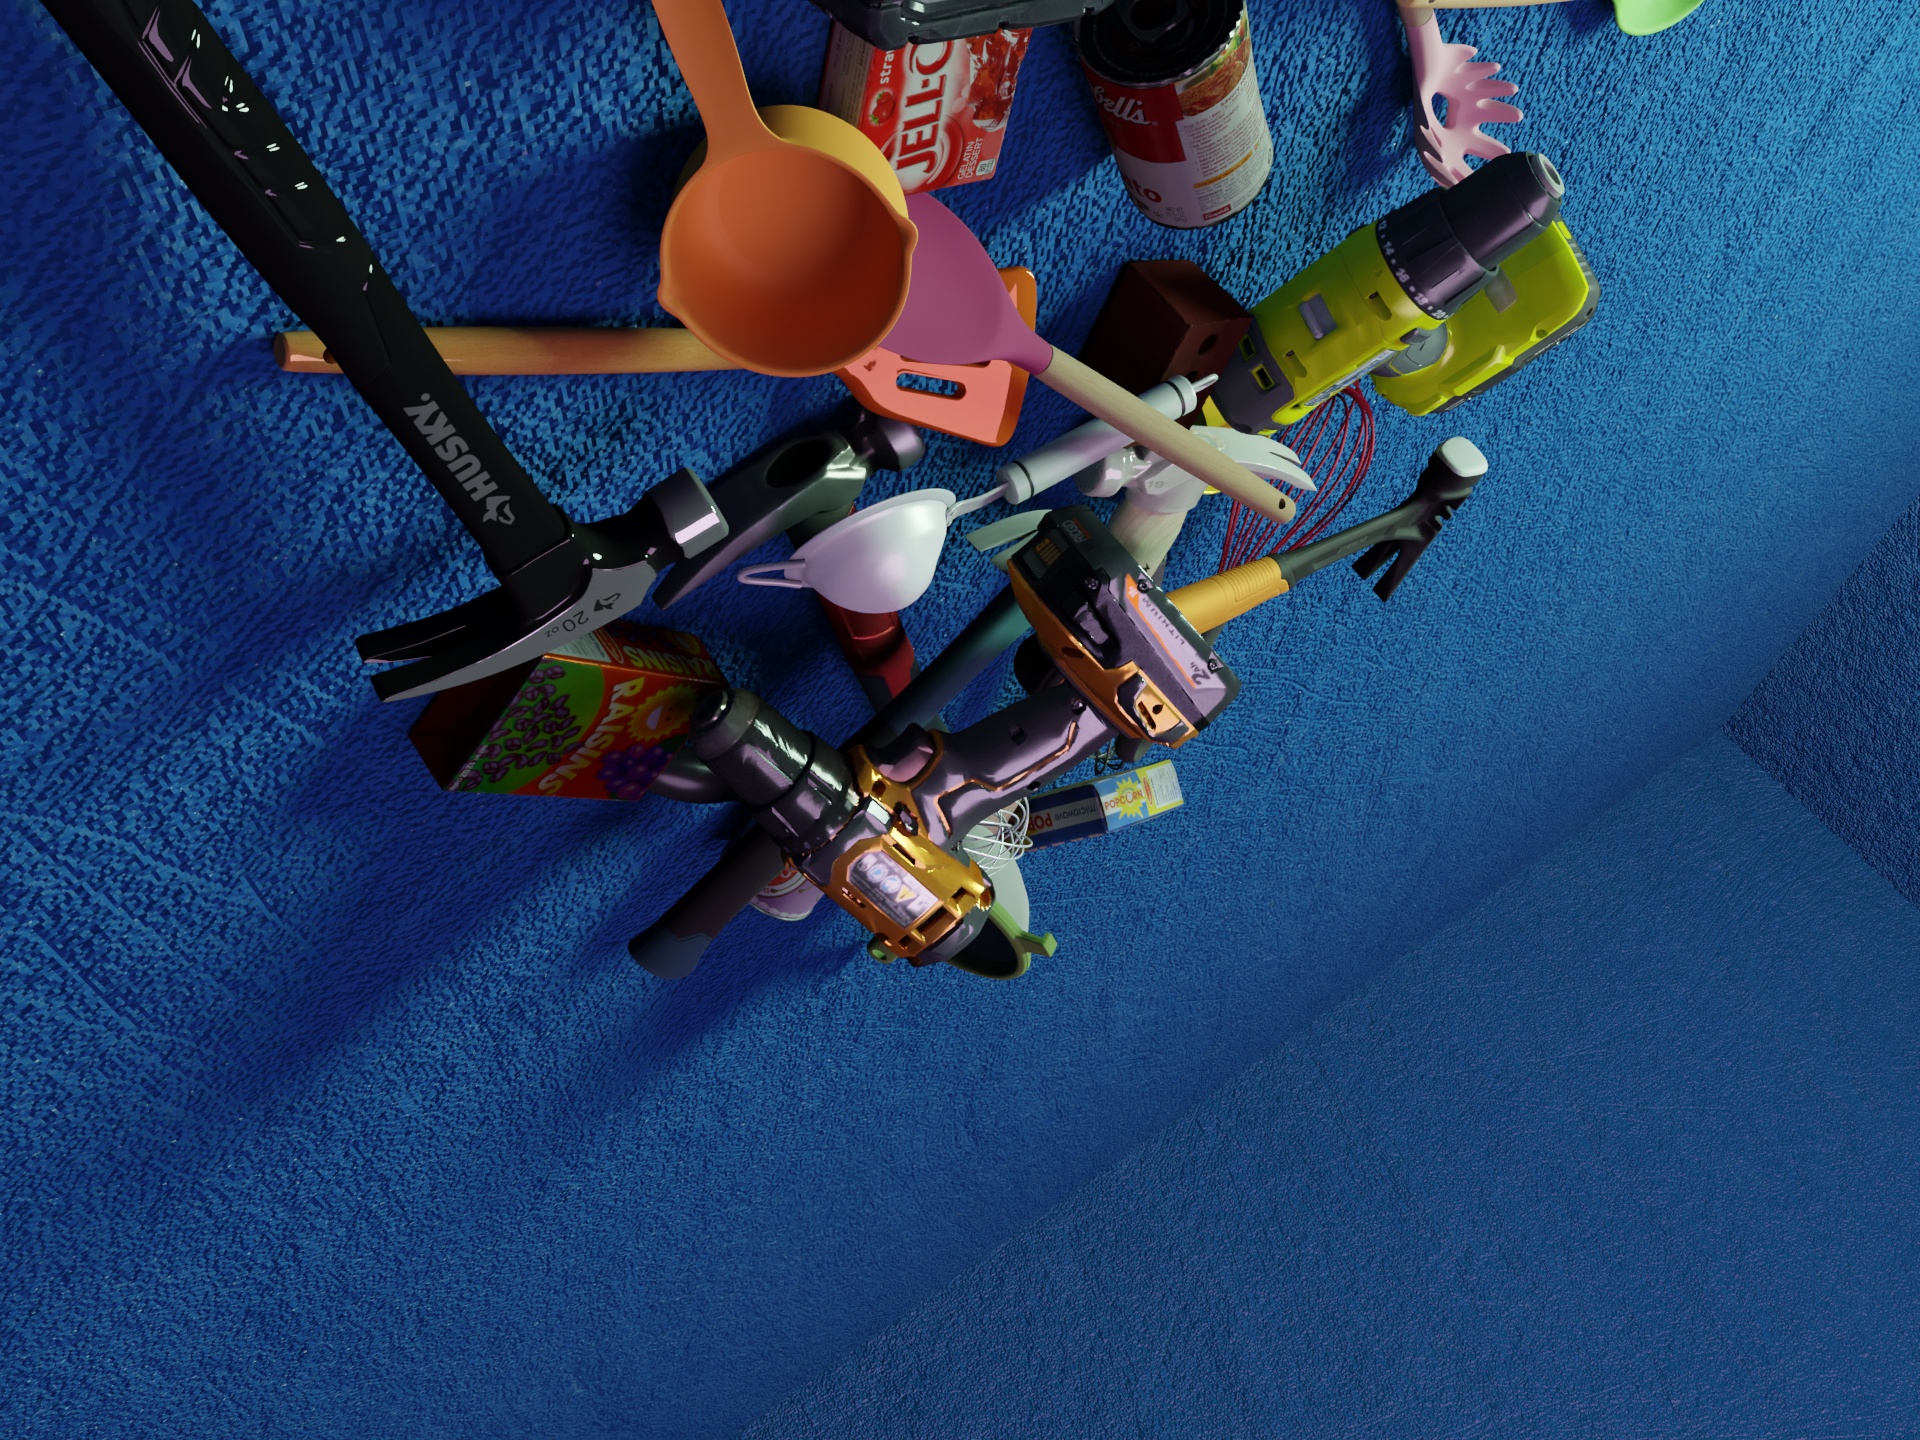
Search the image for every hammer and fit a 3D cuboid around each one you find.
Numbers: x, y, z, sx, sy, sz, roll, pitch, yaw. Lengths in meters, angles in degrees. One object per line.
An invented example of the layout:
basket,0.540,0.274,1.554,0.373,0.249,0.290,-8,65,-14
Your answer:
hammer,0.075,-0.026,1.025,0.146,0.038,0.410,-1,142,-24
hammer,-0.045,0.015,0.845,0.331,0.033,0.128,-44,152,-2
hammer,0.166,-0.075,0.925,0.337,0.034,0.127,-23,155,-31
hammer,-0.056,-0.027,0.879,0.143,0.038,0.386,-35,155,-7
hammer,-0.192,-0.122,0.497,0.146,0.035,0.334,-32,149,-5

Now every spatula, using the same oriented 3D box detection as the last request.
spatula,-0.099,-0.143,0.620,0.322,0.041,0.081,-12,120,-42

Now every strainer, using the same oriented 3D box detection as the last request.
strainer,-0.018,0.122,1.122,0.069,0.151,0.256,-55,-178,-24
strainer,0.020,-0.106,0.742,0.258,0.050,0.087,-30,171,-17

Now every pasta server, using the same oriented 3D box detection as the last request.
pasta server,0.211,-0.338,0.727,0.060,0.040,0.316,-59,152,1

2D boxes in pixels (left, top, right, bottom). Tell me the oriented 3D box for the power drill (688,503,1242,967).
power drill,-0.001,-0.002,0.768,0.226,0.084,0.185,-41,120,8

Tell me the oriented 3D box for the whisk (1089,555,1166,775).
whisk,0.111,-0.045,1.075,0.055,0.055,0.238,-27,148,-25

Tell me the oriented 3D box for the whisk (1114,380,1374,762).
whisk,0.176,-0.090,1.026,0.073,0.073,0.295,-5,131,-50

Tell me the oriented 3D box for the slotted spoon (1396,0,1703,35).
slotted spoon,0.298,-0.365,0.779,0.314,0.031,0.070,-25,151,-40

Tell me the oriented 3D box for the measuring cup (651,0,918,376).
measuring cup,-0.073,-0.205,0.546,0.095,0.052,0.173,-13,129,10

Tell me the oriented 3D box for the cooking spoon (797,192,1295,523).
cooking spoon,0.053,-0.150,0.712,0.318,0.017,0.069,21,79,-39

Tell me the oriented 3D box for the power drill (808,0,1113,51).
power drill,0.006,-0.313,0.443,0.143,0.079,0.219,-24,148,-31

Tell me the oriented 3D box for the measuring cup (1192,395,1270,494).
measuring cup,0.136,-0.189,0.897,0.062,0.029,0.156,-31,143,-1

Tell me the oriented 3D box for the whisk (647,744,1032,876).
whisk,-0.066,0.049,0.917,0.284,0.070,0.070,13,125,-40

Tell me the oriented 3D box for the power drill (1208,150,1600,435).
power drill,0.256,-0.227,0.852,0.190,0.080,0.228,-32,171,38
